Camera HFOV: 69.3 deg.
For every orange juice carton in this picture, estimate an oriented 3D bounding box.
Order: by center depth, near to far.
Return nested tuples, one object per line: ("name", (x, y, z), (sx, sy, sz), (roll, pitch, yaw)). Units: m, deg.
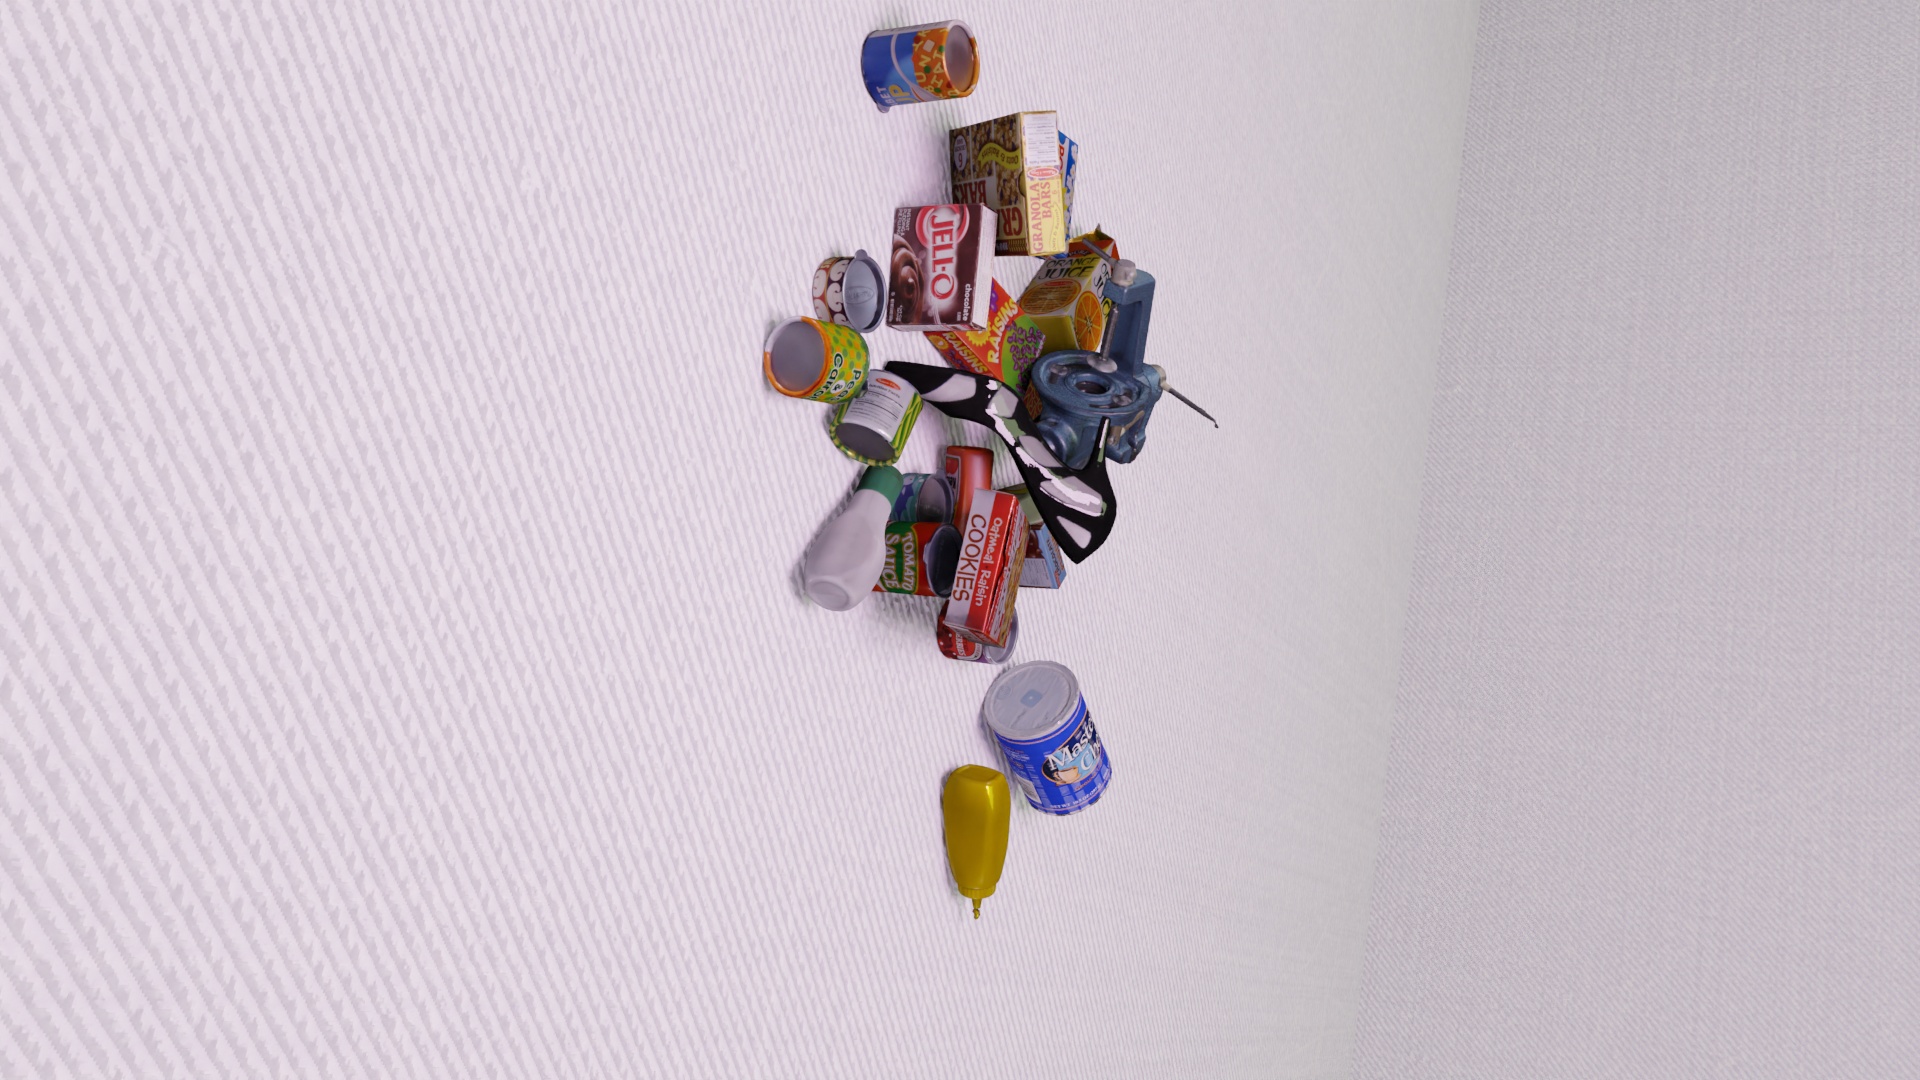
("orange juice carton", (0.127, -0.268, 1.515), (0.194, 0.073, 0.071), (-58, 139, -40))

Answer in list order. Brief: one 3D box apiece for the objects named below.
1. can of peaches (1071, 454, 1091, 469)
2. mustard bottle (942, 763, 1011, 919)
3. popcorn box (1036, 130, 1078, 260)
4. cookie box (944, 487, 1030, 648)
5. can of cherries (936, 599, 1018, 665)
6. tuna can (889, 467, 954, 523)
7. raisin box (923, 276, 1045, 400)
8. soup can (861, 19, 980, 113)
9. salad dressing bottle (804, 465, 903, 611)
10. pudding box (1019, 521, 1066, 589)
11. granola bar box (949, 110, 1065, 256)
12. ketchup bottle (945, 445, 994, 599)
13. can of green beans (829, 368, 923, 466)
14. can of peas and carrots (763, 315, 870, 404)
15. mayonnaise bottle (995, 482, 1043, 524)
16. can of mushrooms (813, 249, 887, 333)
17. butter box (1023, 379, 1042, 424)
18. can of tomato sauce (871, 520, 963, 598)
("can of peaches", (0.110, -0.085, 1.519), (0.071, 0.058, 0.071), (-9, 101, -58))
("mustard bottle", (0.016, 0.307, 1.397), (0.049, 0.065, 0.159), (-20, 116, -52))
("popcorn box", (0.085, -0.369, 1.469), (0.085, 0.038, 0.126), (12, 83, -58))
("cookie box", (0.029, 0.029, 1.258), (0.167, 0.040, 0.123), (51, 51, -78))
("can of cherries", (0.016, 0.089, 1.376), (0.072, 0.058, 0.071), (-13, 105, -59))
("tuna can", (-0.036, -0.033, 1.300), (0.071, 0.033, 0.071), (-10, 102, -59))
("raisin box", (0.025, -0.201, 1.359), (0.123, 0.040, 0.086), (42, 58, -38))
("soup can", (-0.034, -0.415, 1.217), (0.071, 0.084, 0.071), (-12, 103, -59))
("salad dressing bottle", (-0.087, -0.006, 1.192), (0.043, 0.064, 0.148), (75, 27, -42))
("pudding box", (0.079, 0.011, 1.483), (0.030, 0.049, 0.083), (-55, 137, -44))
("granola bar box", (0.040, -0.325, 1.283), (0.039, 0.165, 0.124), (-9, 103, -21))
("ketchup bottle", (0.005, -0.017, 1.348), (0.043, 0.065, 0.148), (2, 97, -16))
("can of green beans", (-0.073, -0.105, 1.198), (0.071, 0.071, 0.058), (56, 48, -46))
("can of peas and carrots", (-0.114, -0.143, 1.120), (0.059, 0.071, 0.071), (2, 91, -59))
("mayonnaise bottle", (0.079, -0.042, 1.426), (0.148, 0.065, 0.041), (-16, 107, -37))
("can of mushrooms", (-0.094, -0.212, 1.184), (0.071, 0.033, 0.071), (-11, 102, -58))
("butter box", (0.064, -0.164, 1.465), (0.103, 0.024, 0.053), (58, 46, -43))
("can of tomato sauce", (-0.048, 0.016, 1.234), (0.071, 0.083, 0.071), (-10, 101, -59))
